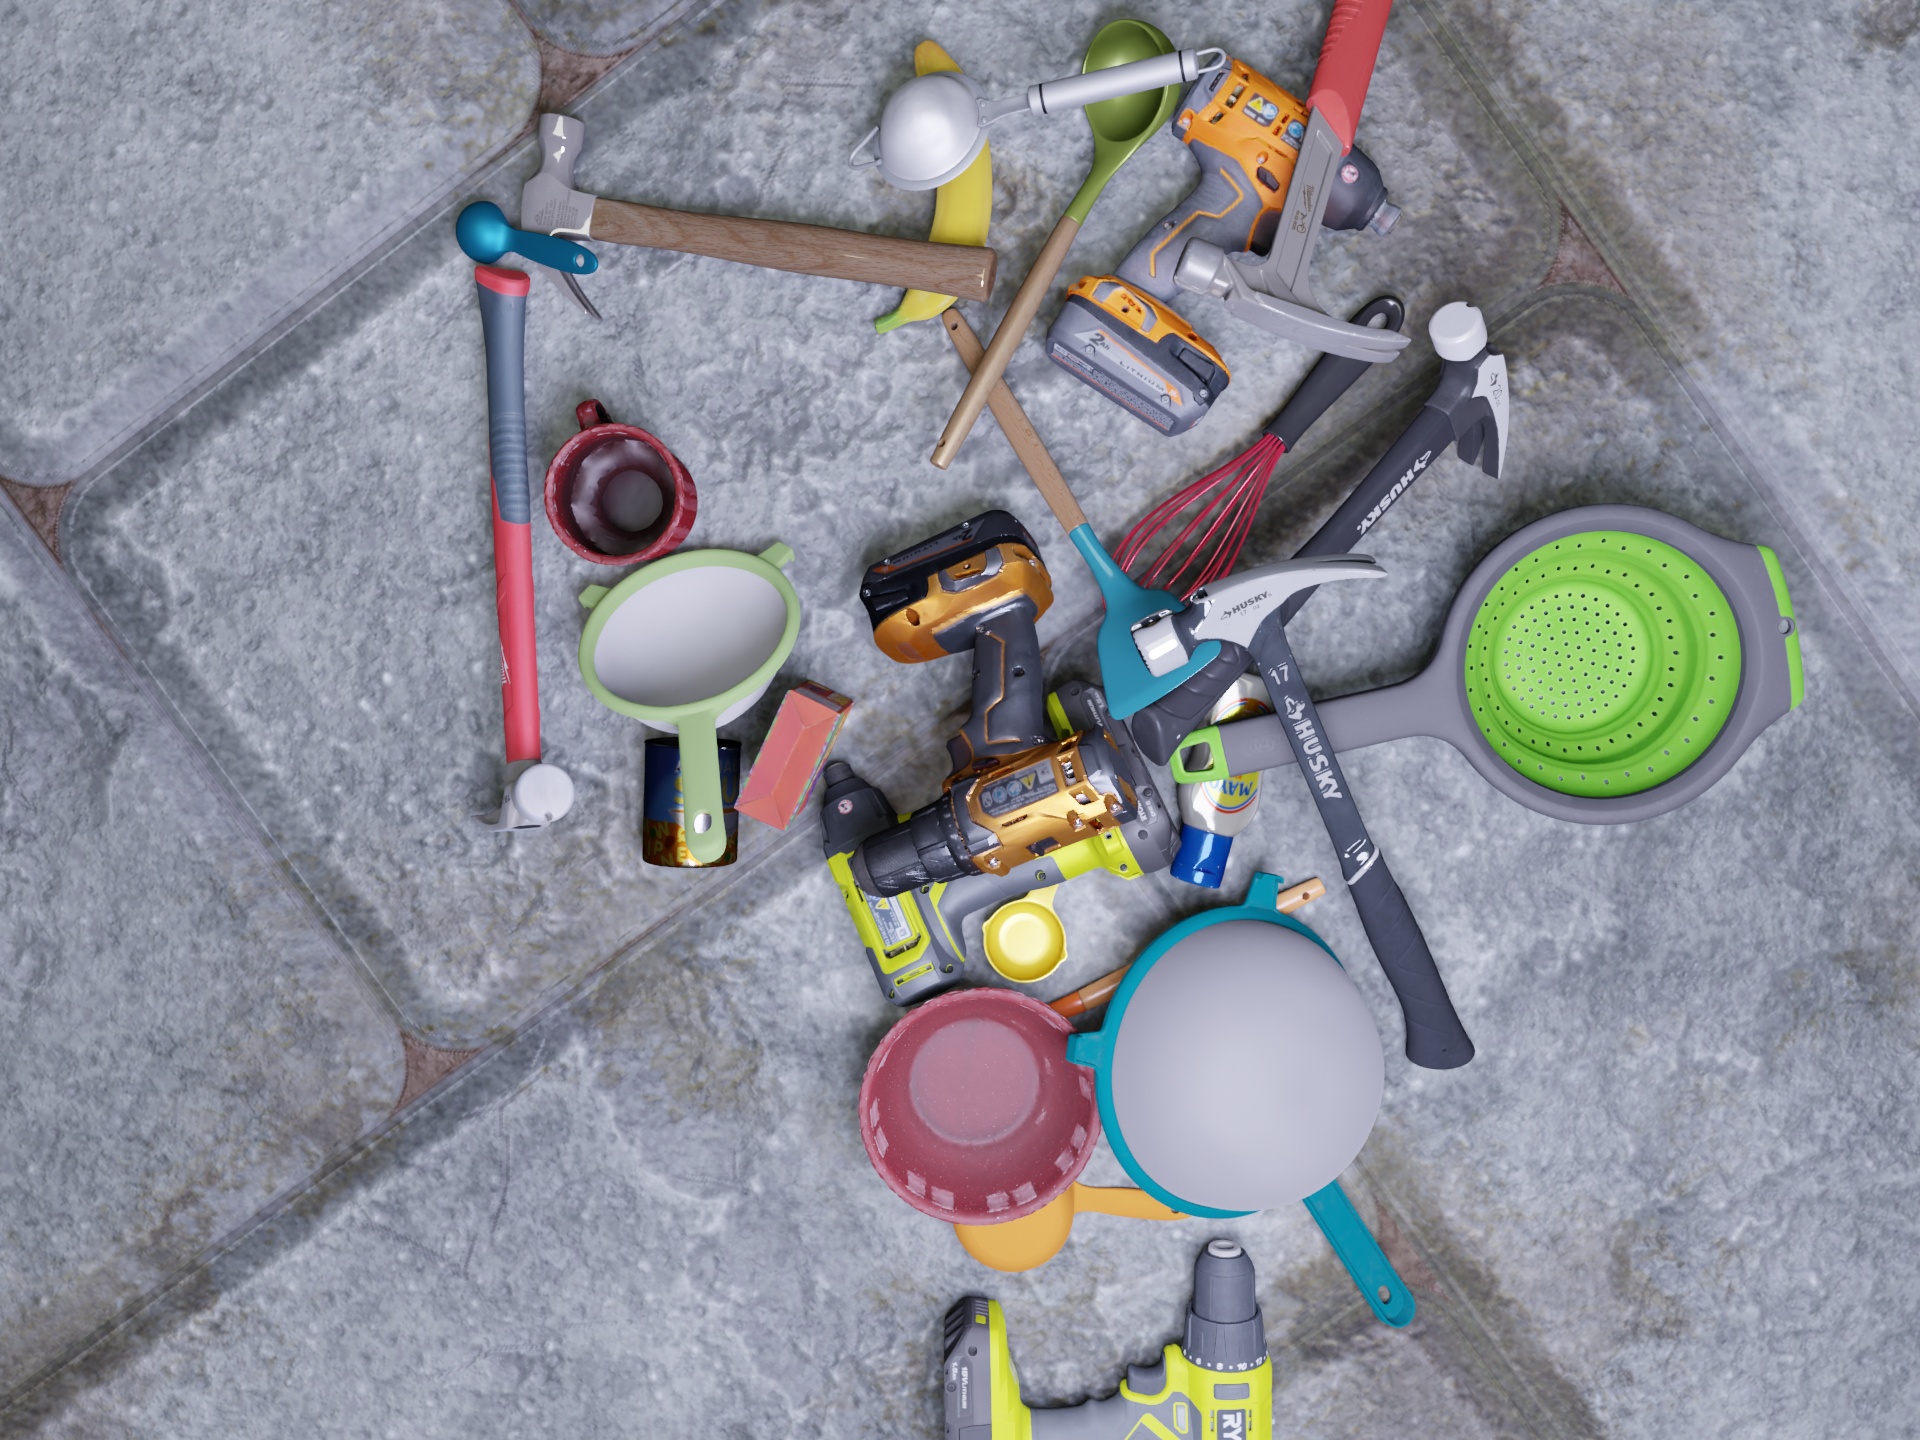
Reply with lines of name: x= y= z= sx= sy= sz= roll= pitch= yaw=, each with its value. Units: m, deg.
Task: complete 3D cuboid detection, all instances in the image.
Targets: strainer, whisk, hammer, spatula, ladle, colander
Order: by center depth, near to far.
hammer: x=0.252 y=-0.406 z=1.013 sx=0.149 sy=0.036 sz=0.359 roll=19 pitch=76 yaw=-4
hammer: x=0.254 y=0.074 z=1.015 sx=0.149 sy=0.036 sz=0.408 roll=-26 pitch=116 yaw=7
hammer: x=0.231 y=-0.102 z=1.022 sx=0.335 sy=0.146 sz=0.035 roll=-48 pitch=53 yaw=-1
strainer: x=0.041 y=-0.400 z=1.024 sx=0.258 sy=0.050 sz=0.087 roll=-8 pitch=75 yaw=14
strainer: x=-0.167 y=-0.002 z=1.041 sx=0.151 sy=0.069 sz=0.257 roll=-13 pitch=51 yaw=1
spatula: x=0.063 y=-0.149 z=1.043 sx=0.082 sy=0.044 sz=0.318 roll=-34 pitch=73 yaw=17
ladle: x=0.054 y=-0.313 z=1.049 sx=0.078 sy=0.062 sz=0.320 roll=26 pitch=87 yaw=43
strainer: x=0.234 y=0.283 z=1.050 sx=0.211 sy=0.095 sz=0.340 roll=-37 pitch=103 yaw=-18
colander: x=0.334 y=-0.021 z=1.058 sx=0.397 sy=0.094 sz=0.204 roll=-13 pitch=95 yaw=8
hammer: x=-0.139 y=-0.320 z=1.071 sx=0.331 sy=0.031 sz=0.130 roll=11 pitch=96 yaw=10
whisk: x=0.201 y=-0.173 z=1.074 sx=0.073 sy=0.073 sz=0.296 roll=41 pitch=87 yaw=0
hammer: x=-0.310 y=-0.118 z=1.088 sx=0.038 sy=0.143 sz=0.386 roll=-1 pitch=82 yaw=-30
spatula: x=0.107 y=0.187 z=1.104 sx=0.322 sy=0.041 sz=0.081 roll=-27 pitch=96 yaw=3

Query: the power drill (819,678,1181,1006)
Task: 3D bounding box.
power drill: x=0.020 y=0.070 z=1.075 sx=0.223 sy=0.080 sz=0.171 roll=-26 pitch=72 yaw=6

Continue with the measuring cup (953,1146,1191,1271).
measuring cup: x=0.078 y=0.341 z=1.107 sx=0.173 sy=0.052 sz=0.095 roll=3 pitch=93 yaw=4

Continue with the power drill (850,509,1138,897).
power drill: x=-0.002 y=-0.003 z=1.027 sx=0.185 sy=0.084 sz=0.226 roll=-24 pitch=61 yaw=14

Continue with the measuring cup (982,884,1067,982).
measuring cup: x=0.062 y=0.108 z=1.114 sx=0.062 sy=0.029 sz=0.156 roll=20 pitch=82 yaw=6

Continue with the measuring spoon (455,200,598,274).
measuring spoon: x=-0.297 y=-0.321 z=1.074 sx=0.129 sy=0.021 sz=0.042 roll=22 pitch=111 yaw=27

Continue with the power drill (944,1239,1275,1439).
power drill: x=0.103 y=0.459 z=1.103 sx=0.228 sy=0.080 sz=0.190 roll=-1 pitch=93 yaw=0

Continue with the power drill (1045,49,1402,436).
power drill: x=0.177 y=-0.305 z=1.054 sx=0.164 sy=0.084 sz=0.226 roll=33 pitch=90 yaw=0
